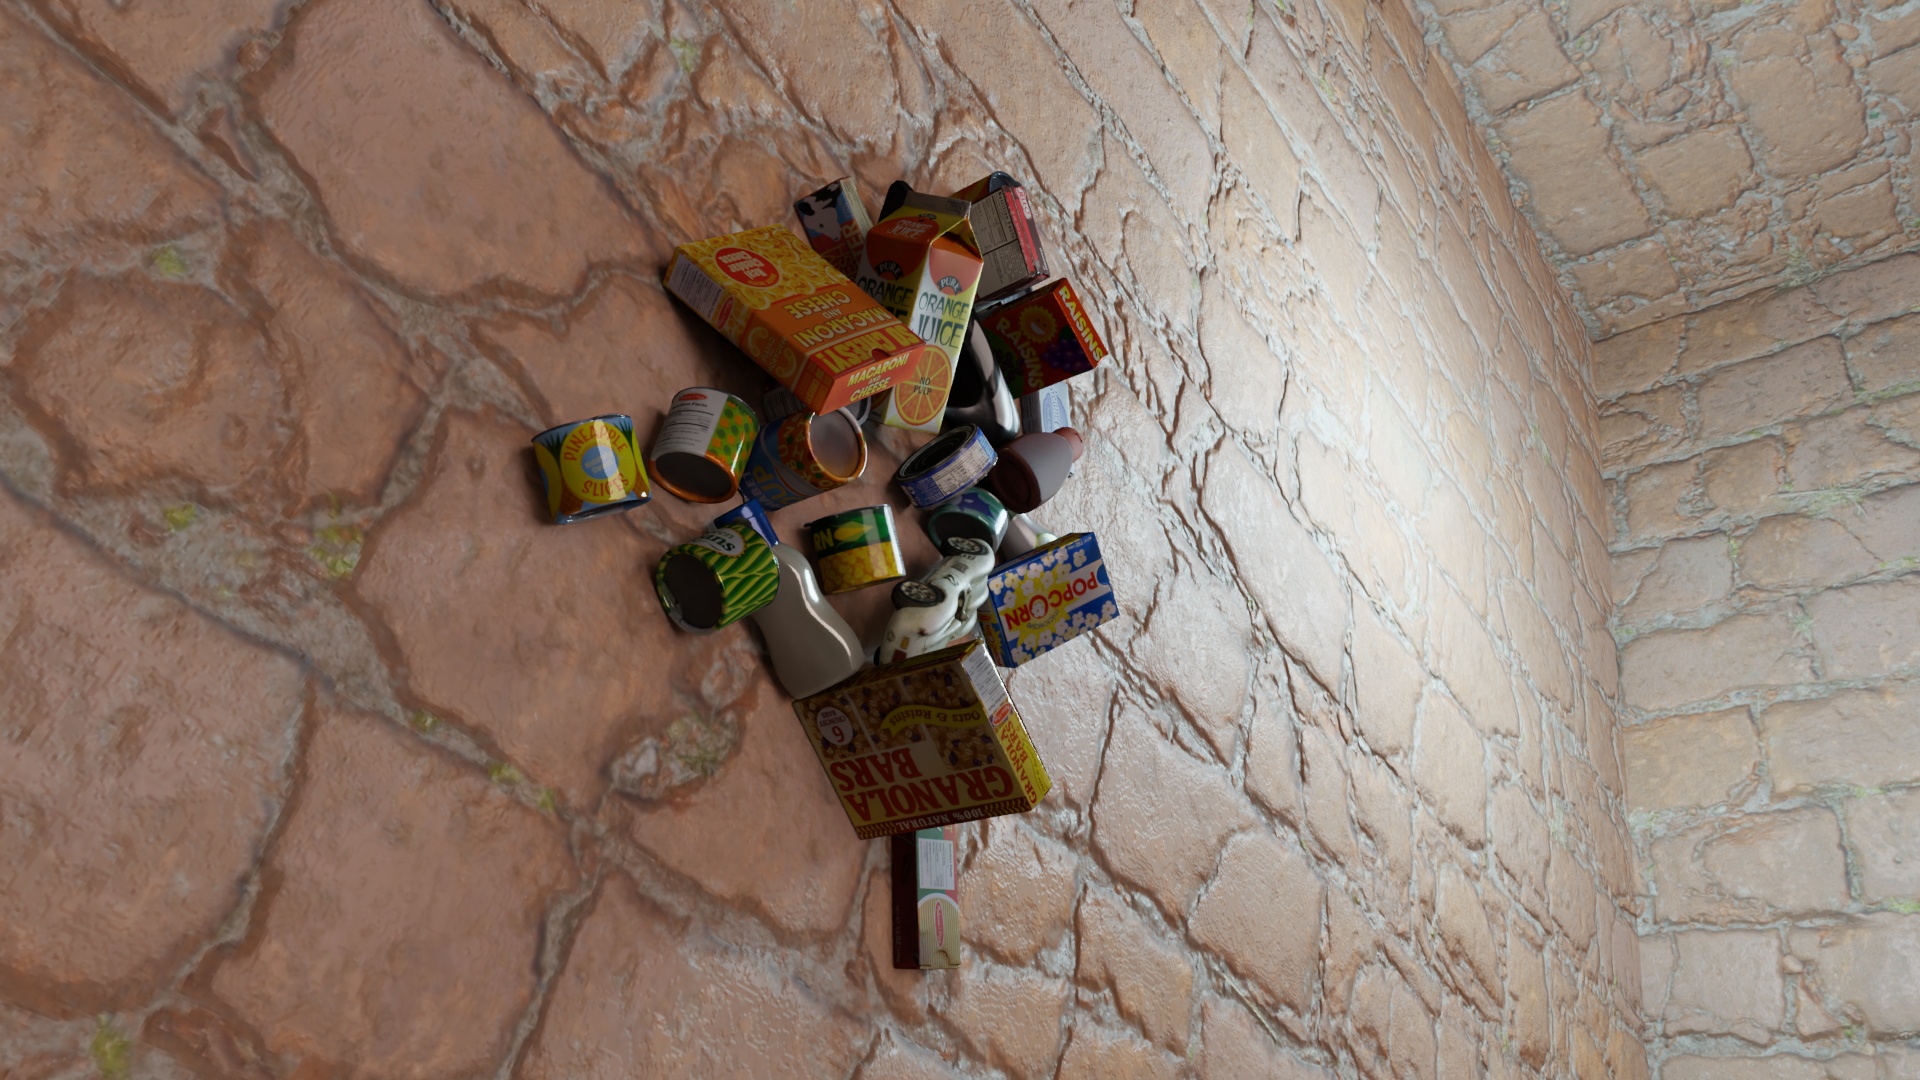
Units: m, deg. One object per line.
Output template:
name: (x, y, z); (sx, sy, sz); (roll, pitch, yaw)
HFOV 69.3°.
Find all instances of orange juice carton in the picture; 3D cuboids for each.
orange juice carton: (-0.042, -0.192, 1.154); (0.073, 0.072, 0.192); (4, 104, -51)

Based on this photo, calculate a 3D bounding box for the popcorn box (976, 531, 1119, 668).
popcorn box: (0.075, 0.052, 1.257); (0.127, 0.038, 0.085); (-24, 101, -28)

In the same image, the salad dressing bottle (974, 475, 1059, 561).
salad dressing bottle: (0.061, 0.004, 1.298); (0.147, 0.044, 0.064); (51, 51, -22)

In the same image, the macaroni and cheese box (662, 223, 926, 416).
macaroni and cheese box: (-0.125, -0.174, 1.069); (0.167, 0.040, 0.124); (40, 36, 14)

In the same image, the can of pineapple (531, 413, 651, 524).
can of pineapple: (-0.242, -0.047, 0.915); (0.071, 0.071, 0.058); (-13, 86, -53)

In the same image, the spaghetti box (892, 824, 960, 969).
spaghetti box: (-0.029, 0.213, 1.111); (0.050, 0.028, 0.251); (20, 61, -46)

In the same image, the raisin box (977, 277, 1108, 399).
raisin box: (0.065, -0.186, 1.315); (0.086, 0.123, 0.040); (59, 39, -16)

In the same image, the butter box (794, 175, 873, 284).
butter box: (-0.098, -0.255, 1.195); (0.024, 0.053, 0.103); (-37, 106, -54)

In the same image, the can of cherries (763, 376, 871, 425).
can of cherries: (-0.114, -0.115, 1.114); (0.071, 0.058, 0.072); (24, 57, -44)

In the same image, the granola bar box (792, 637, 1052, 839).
granola bar box: (-0.030, 0.149, 1.024); (0.039, 0.165, 0.124); (-38, 106, -52)

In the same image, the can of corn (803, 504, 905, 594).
can of corn: (-0.083, 0.008, 1.098); (0.071, 0.071, 0.058); (-7, 82, -53)

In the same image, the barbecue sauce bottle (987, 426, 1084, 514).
barbecue sauce bottle: (0.076, -0.073, 1.294); (0.065, 0.043, 0.149); (58, 30, -2)

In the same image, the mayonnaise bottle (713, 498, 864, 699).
mayonnaise bottle: (-0.131, 0.041, 1.028); (0.148, 0.064, 0.041); (62, 17, -7)

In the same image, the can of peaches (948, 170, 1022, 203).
can of peaches: (0.028, -0.326, 1.379); (0.071, 0.058, 0.071); (25, 57, -44)

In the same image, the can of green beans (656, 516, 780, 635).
can of green beans: (-0.171, 0.027, 0.977); (0.058, 0.071, 0.071); (-29, 99, -52)

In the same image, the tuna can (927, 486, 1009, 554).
tuna can: (0.004, -0.015, 1.218); (0.071, 0.071, 0.033); (50, 44, -27)

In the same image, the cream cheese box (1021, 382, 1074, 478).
cream cheese box: (0.087, -0.116, 1.396); (0.053, 0.024, 0.104); (19, 61, -47)

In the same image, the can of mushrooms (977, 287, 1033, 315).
can of mushrooms: (0.044, -0.241, 1.386); (0.071, 0.033, 0.071); (25, 57, -44)

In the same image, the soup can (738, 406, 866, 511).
soup can: (-0.124, -0.062, 1.058); (0.071, 0.083, 0.071); (23, 59, -45)

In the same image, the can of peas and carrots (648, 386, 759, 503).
can of peas and carrots: (-0.183, -0.066, 1.000); (0.071, 0.071, 0.059); (41, 48, -35)
